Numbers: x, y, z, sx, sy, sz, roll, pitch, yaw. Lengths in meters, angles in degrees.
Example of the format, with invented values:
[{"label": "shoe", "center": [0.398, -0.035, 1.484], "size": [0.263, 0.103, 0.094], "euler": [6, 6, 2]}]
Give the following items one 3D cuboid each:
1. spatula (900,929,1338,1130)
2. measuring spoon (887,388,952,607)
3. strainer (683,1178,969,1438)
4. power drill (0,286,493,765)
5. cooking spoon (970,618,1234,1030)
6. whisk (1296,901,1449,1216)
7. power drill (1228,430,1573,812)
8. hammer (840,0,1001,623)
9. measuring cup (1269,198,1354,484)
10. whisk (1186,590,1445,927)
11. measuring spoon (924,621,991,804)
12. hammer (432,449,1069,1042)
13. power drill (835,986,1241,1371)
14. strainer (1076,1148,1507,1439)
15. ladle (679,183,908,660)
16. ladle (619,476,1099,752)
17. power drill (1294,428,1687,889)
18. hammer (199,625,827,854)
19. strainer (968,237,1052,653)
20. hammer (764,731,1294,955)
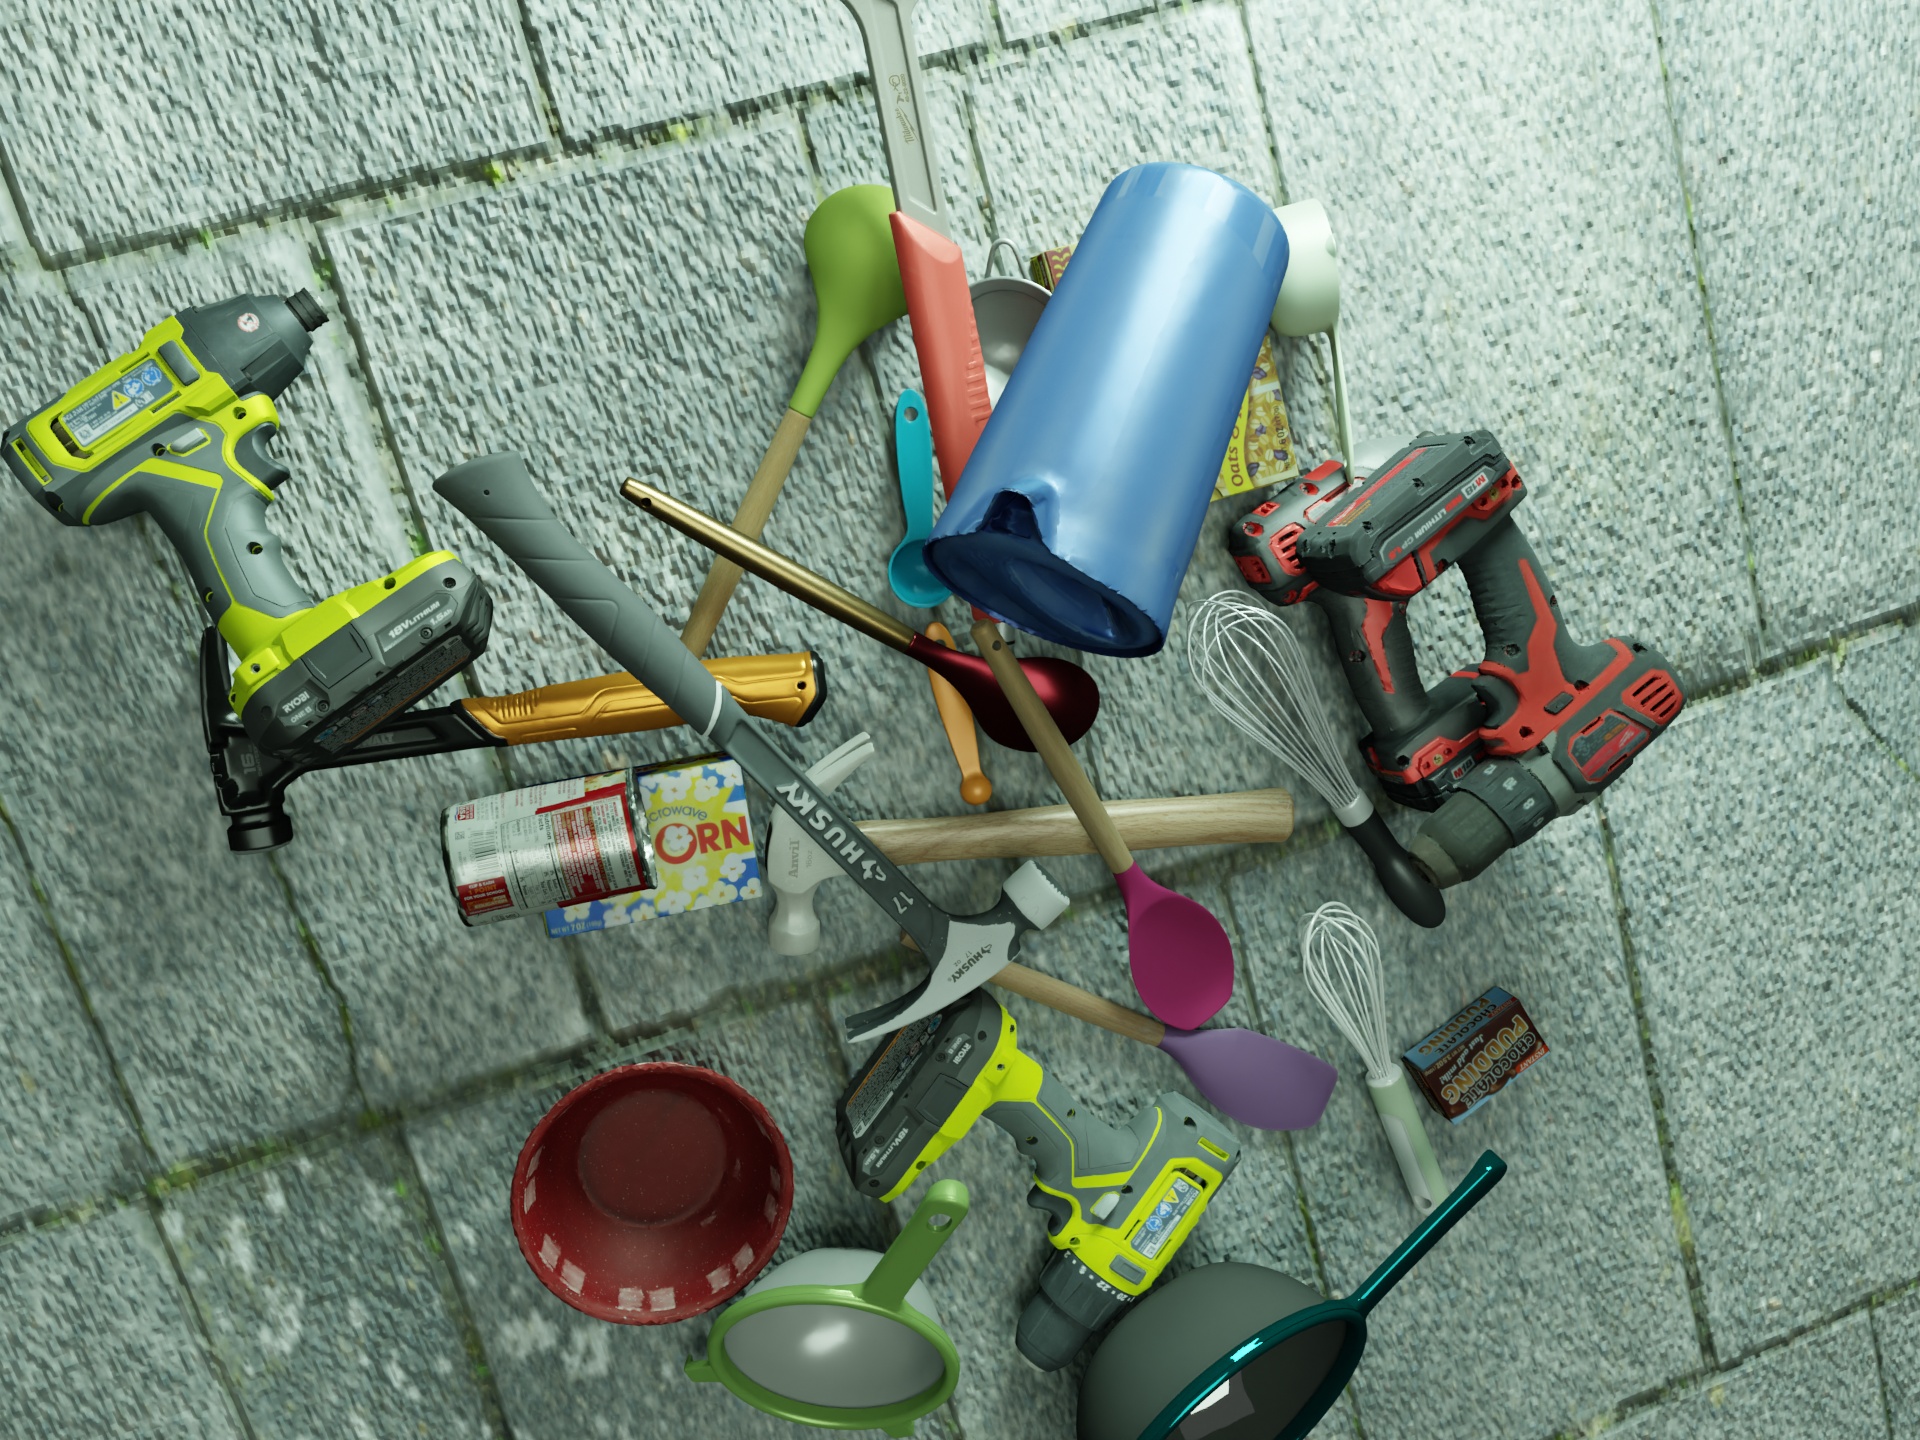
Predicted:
[{"label": "spatula", "center": [0.103, 0.193, 1.011], "size": [0.315, 0.018, 0.060], "euler": [25, 90, -15]}, {"label": "measuring spoon", "center": [-0.026, -0.130, 0.937], "size": [0.042, 0.021, 0.128], "euler": [-4, 90, -11]}, {"label": "strainer", "center": [-0.053, 0.324, 0.932], "size": [0.151, 0.069, 0.256], "euler": [21, 126, -12]}, {"label": "power drill", "center": [-0.351, -0.105, 0.816], "size": [0.171, 0.080, 0.223], "euler": [-38, 87, -11]}, {"label": "cooking spoon", "center": [0.086, 0.068, 0.949], "size": [0.069, 0.017, 0.318], "euler": [-37, 117, -10]}, {"label": "whisk", "center": [0.274, 0.226, 1.039], "size": [0.059, 0.058, 0.246], "euler": [-37, 111, -36]}, {"label": "power drill", "center": [0.275, -0.065, 0.981], "size": [0.143, 0.078, 0.219], "euler": [-35, 101, -6]}, {"label": "hammer", "center": [-0.020, -0.223, 0.854], "size": [0.149, 0.037, 0.359], "euler": [-17, 110, -15]}, {"label": "measuring cup", "center": [0.201, -0.218, 0.930], "size": [0.038, 0.083, 0.167], "euler": [-9, 90, 3]}, {"label": "whisk", "center": [0.227, 0.031, 0.994], "size": [0.070, 0.070, 0.284], "euler": [-41, 111, -3]}, {"label": "measuring spoon", "center": [-0.002, -0.003, 0.961], "size": [0.021, 0.011, 0.117], "euler": [-16, 102, -9]}, {"label": "hammer", "center": [-0.126, 0.011, 0.871], "size": [0.149, 0.036, 0.408], "euler": [-43, 105, 4]}, {"label": "power drill", "center": [0.038, 0.283, 0.982], "size": [0.228, 0.080, 0.190], "euler": [36, 90, -17]}, {"label": "strainer", "center": [0.193, 0.370, 1.004], "size": [0.340, 0.095, 0.210], "euler": [-43, 140, -5]}, {"label": "ladle", "center": [-0.103, -0.152, 0.908], "size": [0.078, 0.062, 0.320], "euler": [24, 100, -15]}, {"label": "ladle", "center": [-0.051, -0.059, 0.912], "size": [0.315, 0.031, 0.069], "euler": [28, 115, -19]}, {"label": "power drill", "center": [0.290, -0.032, 0.913], "size": [0.188, 0.080, 0.226], "euler": [-40, 102, -4]}, {"label": "hammer", "center": [-0.243, -0.010, 0.884], "size": [0.337, 0.034, 0.127], "euler": [-7, 101, -6]}, {"label": "strainer", "center": [0.026, -0.147, 0.931], "size": [0.087, 0.050, 0.258], "euler": [6, 105, 15]}, {"label": "hammer", "center": [0.047, 0.065, 0.965], "size": [0.331, 0.031, 0.130], "euler": [-3, 112, -14]}]
